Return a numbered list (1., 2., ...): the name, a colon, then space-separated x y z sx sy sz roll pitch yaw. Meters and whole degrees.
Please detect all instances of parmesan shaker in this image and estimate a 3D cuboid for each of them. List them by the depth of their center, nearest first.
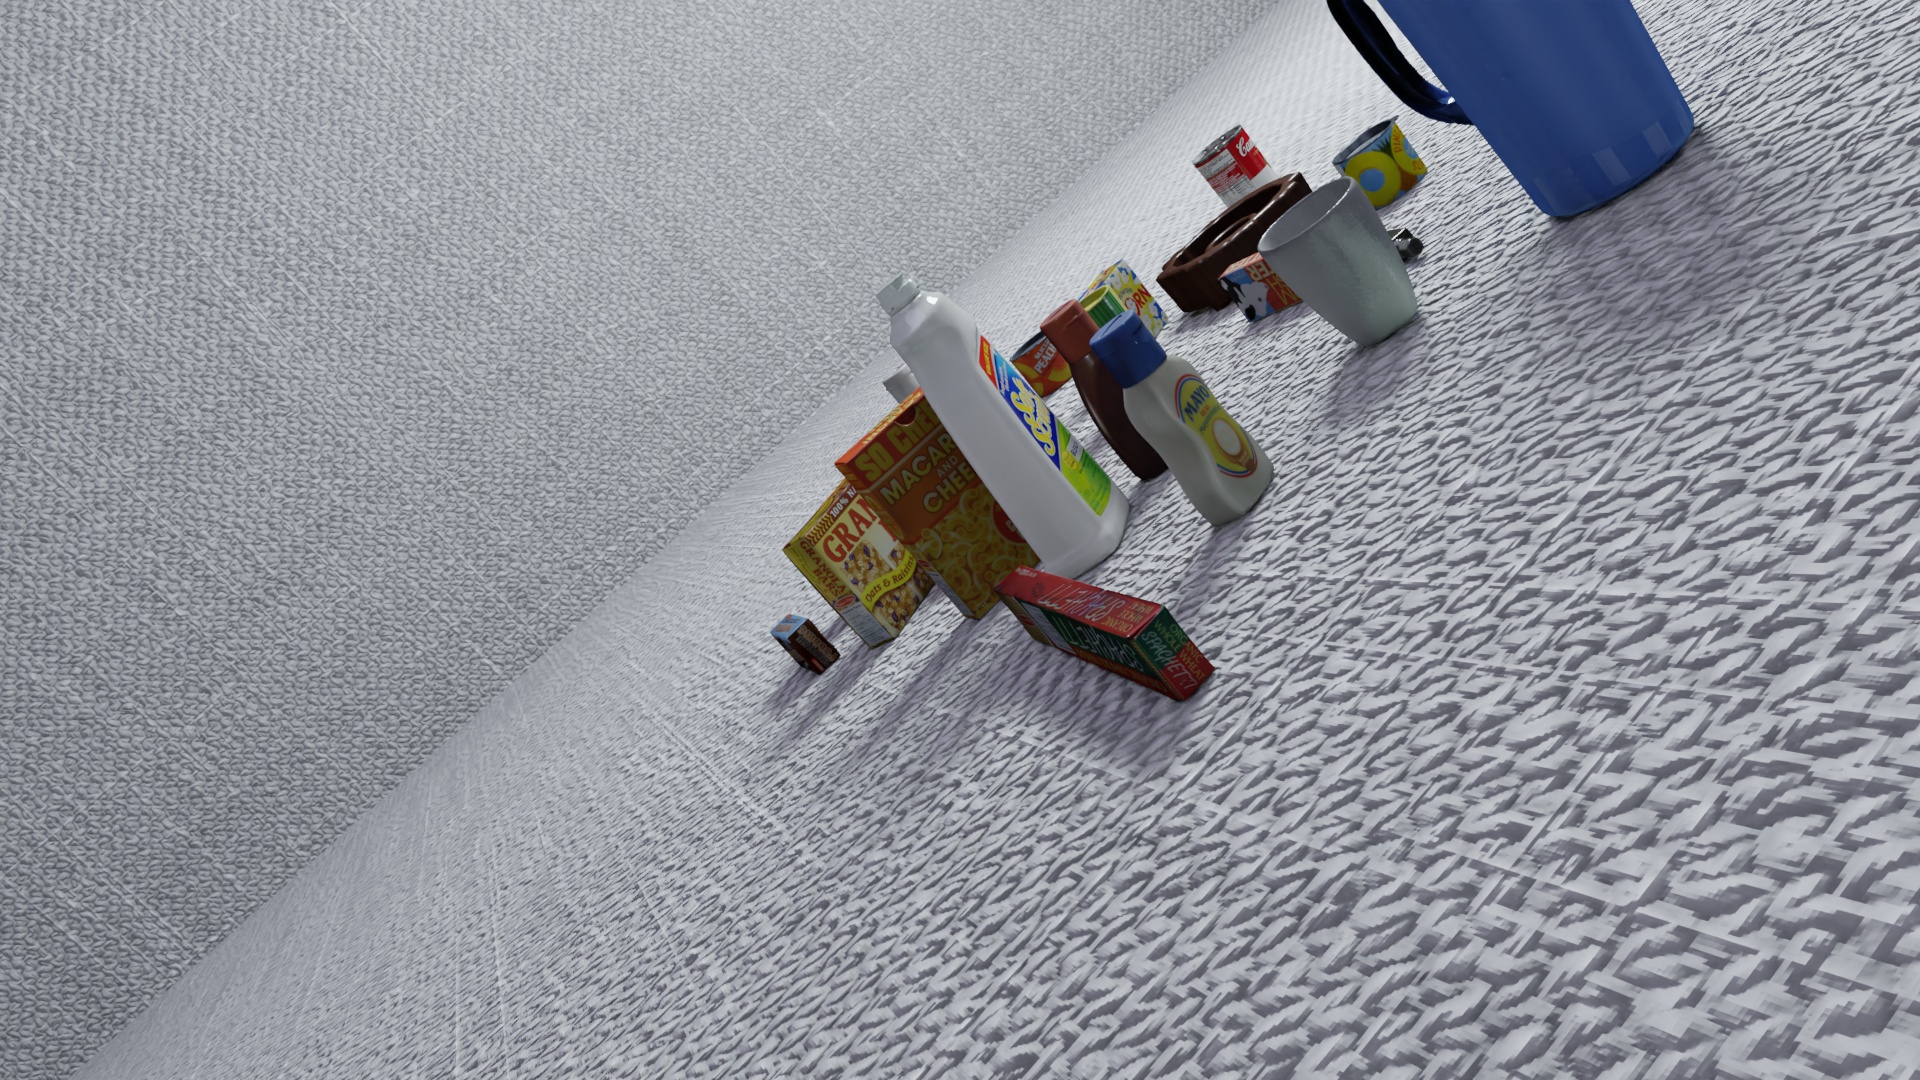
1. parmesan shaker: 0.146 -0.181 1.311 0.071 0.103 0.071 -38 13 11

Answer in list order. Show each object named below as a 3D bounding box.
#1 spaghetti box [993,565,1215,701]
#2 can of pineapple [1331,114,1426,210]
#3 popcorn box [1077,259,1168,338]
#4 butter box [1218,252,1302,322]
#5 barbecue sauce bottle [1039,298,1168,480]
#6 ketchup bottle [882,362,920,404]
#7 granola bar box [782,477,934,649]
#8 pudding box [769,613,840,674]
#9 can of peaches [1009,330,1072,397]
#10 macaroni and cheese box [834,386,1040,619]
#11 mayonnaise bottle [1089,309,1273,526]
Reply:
1. spaghetti box: 0.080 0.052 0.853 0.029 0.050 0.250 -43 14 -9
2. can of pineapple: 0.389 -0.348 1.285 0.071 0.058 0.071 -38 13 11
3. popcorn box: 0.161 -0.229 1.465 0.038 0.085 0.127 -27 18 45
4. butter box: 0.279 -0.231 1.219 0.024 0.053 0.103 -47 15 -28
5. barbecue sauce bottle: 0.121 -0.121 1.087 0.065 0.148 0.044 -42 13 -6
6. ketchup bottle: -0.024 -0.124 1.493 0.043 0.148 0.065 -35 14 23
7. granola bar box: -0.075 0.001 1.279 0.039 0.124 0.166 -29 17 41
8. pudding box: -0.150 0.098 1.332 0.030 0.049 0.083 -44 14 -14
9. can of peaches: 0.101 -0.209 1.624 0.071 0.058 0.071 -38 13 11
10. macaroni and cheese box: 0.000 -0.039 1.114 0.124 0.166 0.040 -44 13 -15
11. mayonnaise bottle: 0.142 -0.082 0.905 0.041 0.148 0.065 -25 20 49
